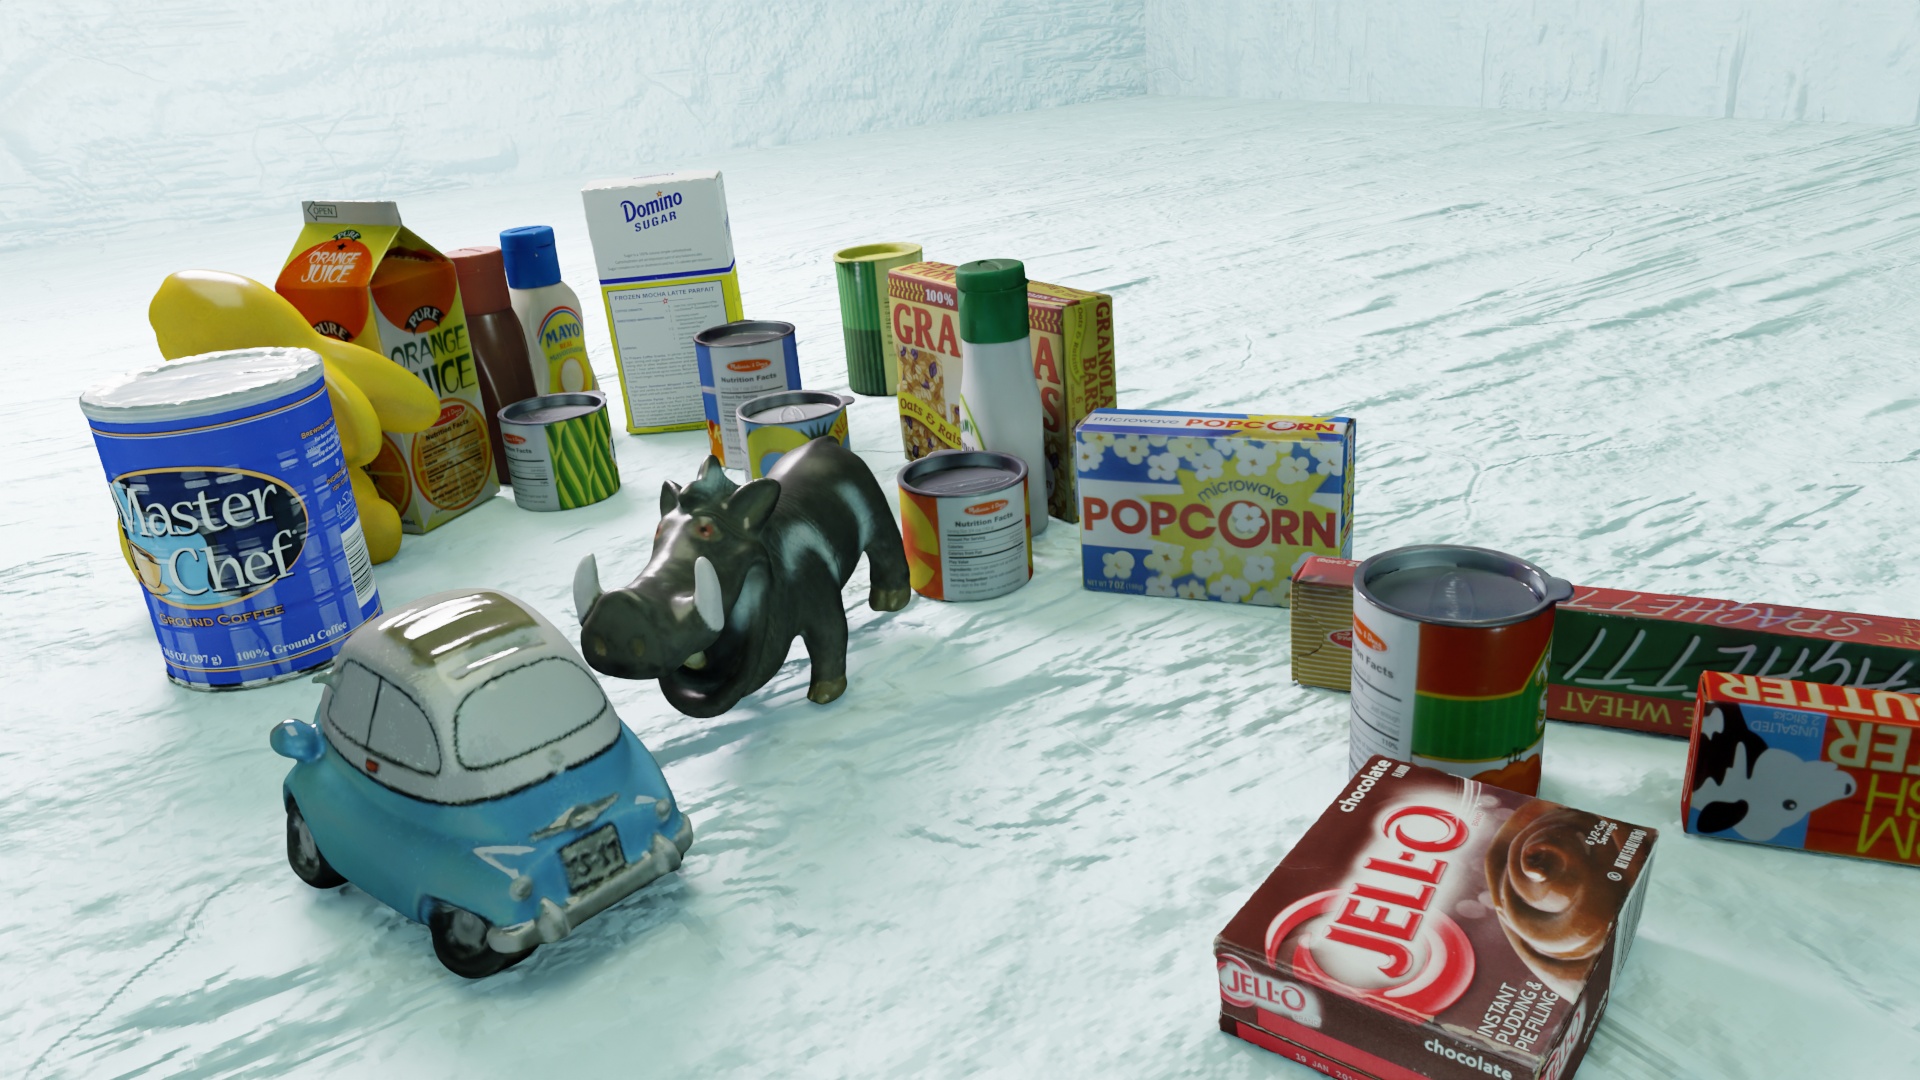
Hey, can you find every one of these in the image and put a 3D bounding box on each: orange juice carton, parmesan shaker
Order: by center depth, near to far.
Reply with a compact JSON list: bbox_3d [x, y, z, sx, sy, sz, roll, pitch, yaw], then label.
[{"bbox_3d":[-0.344,-0.107,0.832,0.072,0.191,0.073,5,24,22],"label":"orange juice carton"},{"bbox_3d":[-0.059,-0.165,1.038,0.071,0.102,0.071,-4,22,2],"label":"parmesan shaker"}]

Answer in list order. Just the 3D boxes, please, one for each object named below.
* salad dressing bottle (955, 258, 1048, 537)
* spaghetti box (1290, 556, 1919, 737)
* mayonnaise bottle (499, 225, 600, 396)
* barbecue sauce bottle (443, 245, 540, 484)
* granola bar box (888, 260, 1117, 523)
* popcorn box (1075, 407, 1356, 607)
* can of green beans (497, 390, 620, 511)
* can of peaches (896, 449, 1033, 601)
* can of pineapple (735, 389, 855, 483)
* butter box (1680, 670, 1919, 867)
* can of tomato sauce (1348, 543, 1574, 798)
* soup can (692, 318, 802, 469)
[{"bbox_3d":[0.021,-0.074,0.740,0.044,0.147,0.064,-9,22,-11],"label":"salad dressing bottle"},{"bbox_3d":[0.254,0.046,0.531,0.250,0.050,0.029,6,24,25],"label":"spaghetti box"},{"bbox_3d":[-0.289,-0.143,0.968,0.041,0.147,0.065,9,26,31],"label":"mayonnaise bottle"},{"bbox_3d":[-0.302,-0.113,0.898,0.044,0.148,0.065,-23,28,-38],"label":"barbecue sauce bottle"},{"bbox_3d":[0.022,-0.091,0.813,0.039,0.123,0.166,-19,26,-33],"label":"granola bar box"},{"bbox_3d":[0.120,-0.016,0.662,0.127,0.085,0.038,4,23,21],"label":"popcorn box"},{"bbox_3d":[-0.249,-0.056,0.867,0.071,0.057,0.071,-4,22,2],"label":"can of green beans"},{"bbox_3d":[0.003,-0.009,0.702,0.071,0.057,0.071,-4,22,2],"label":"can of peaches"},{"bbox_3d":[-0.096,-0.054,0.832,0.071,0.057,0.071,-4,22,2],"label":"can of pineapple"},{"bbox_3d":[0.292,0.075,0.447,0.103,0.053,0.024,5,24,22],"label":"butter box"},{"bbox_3d":[0.173,0.052,0.488,0.071,0.082,0.071,-4,22,2],"label":"can of tomato sauce"},{"bbox_3d":[-0.136,-0.097,0.912,0.071,0.083,0.071,-4,22,2],"label":"soup can"}]
